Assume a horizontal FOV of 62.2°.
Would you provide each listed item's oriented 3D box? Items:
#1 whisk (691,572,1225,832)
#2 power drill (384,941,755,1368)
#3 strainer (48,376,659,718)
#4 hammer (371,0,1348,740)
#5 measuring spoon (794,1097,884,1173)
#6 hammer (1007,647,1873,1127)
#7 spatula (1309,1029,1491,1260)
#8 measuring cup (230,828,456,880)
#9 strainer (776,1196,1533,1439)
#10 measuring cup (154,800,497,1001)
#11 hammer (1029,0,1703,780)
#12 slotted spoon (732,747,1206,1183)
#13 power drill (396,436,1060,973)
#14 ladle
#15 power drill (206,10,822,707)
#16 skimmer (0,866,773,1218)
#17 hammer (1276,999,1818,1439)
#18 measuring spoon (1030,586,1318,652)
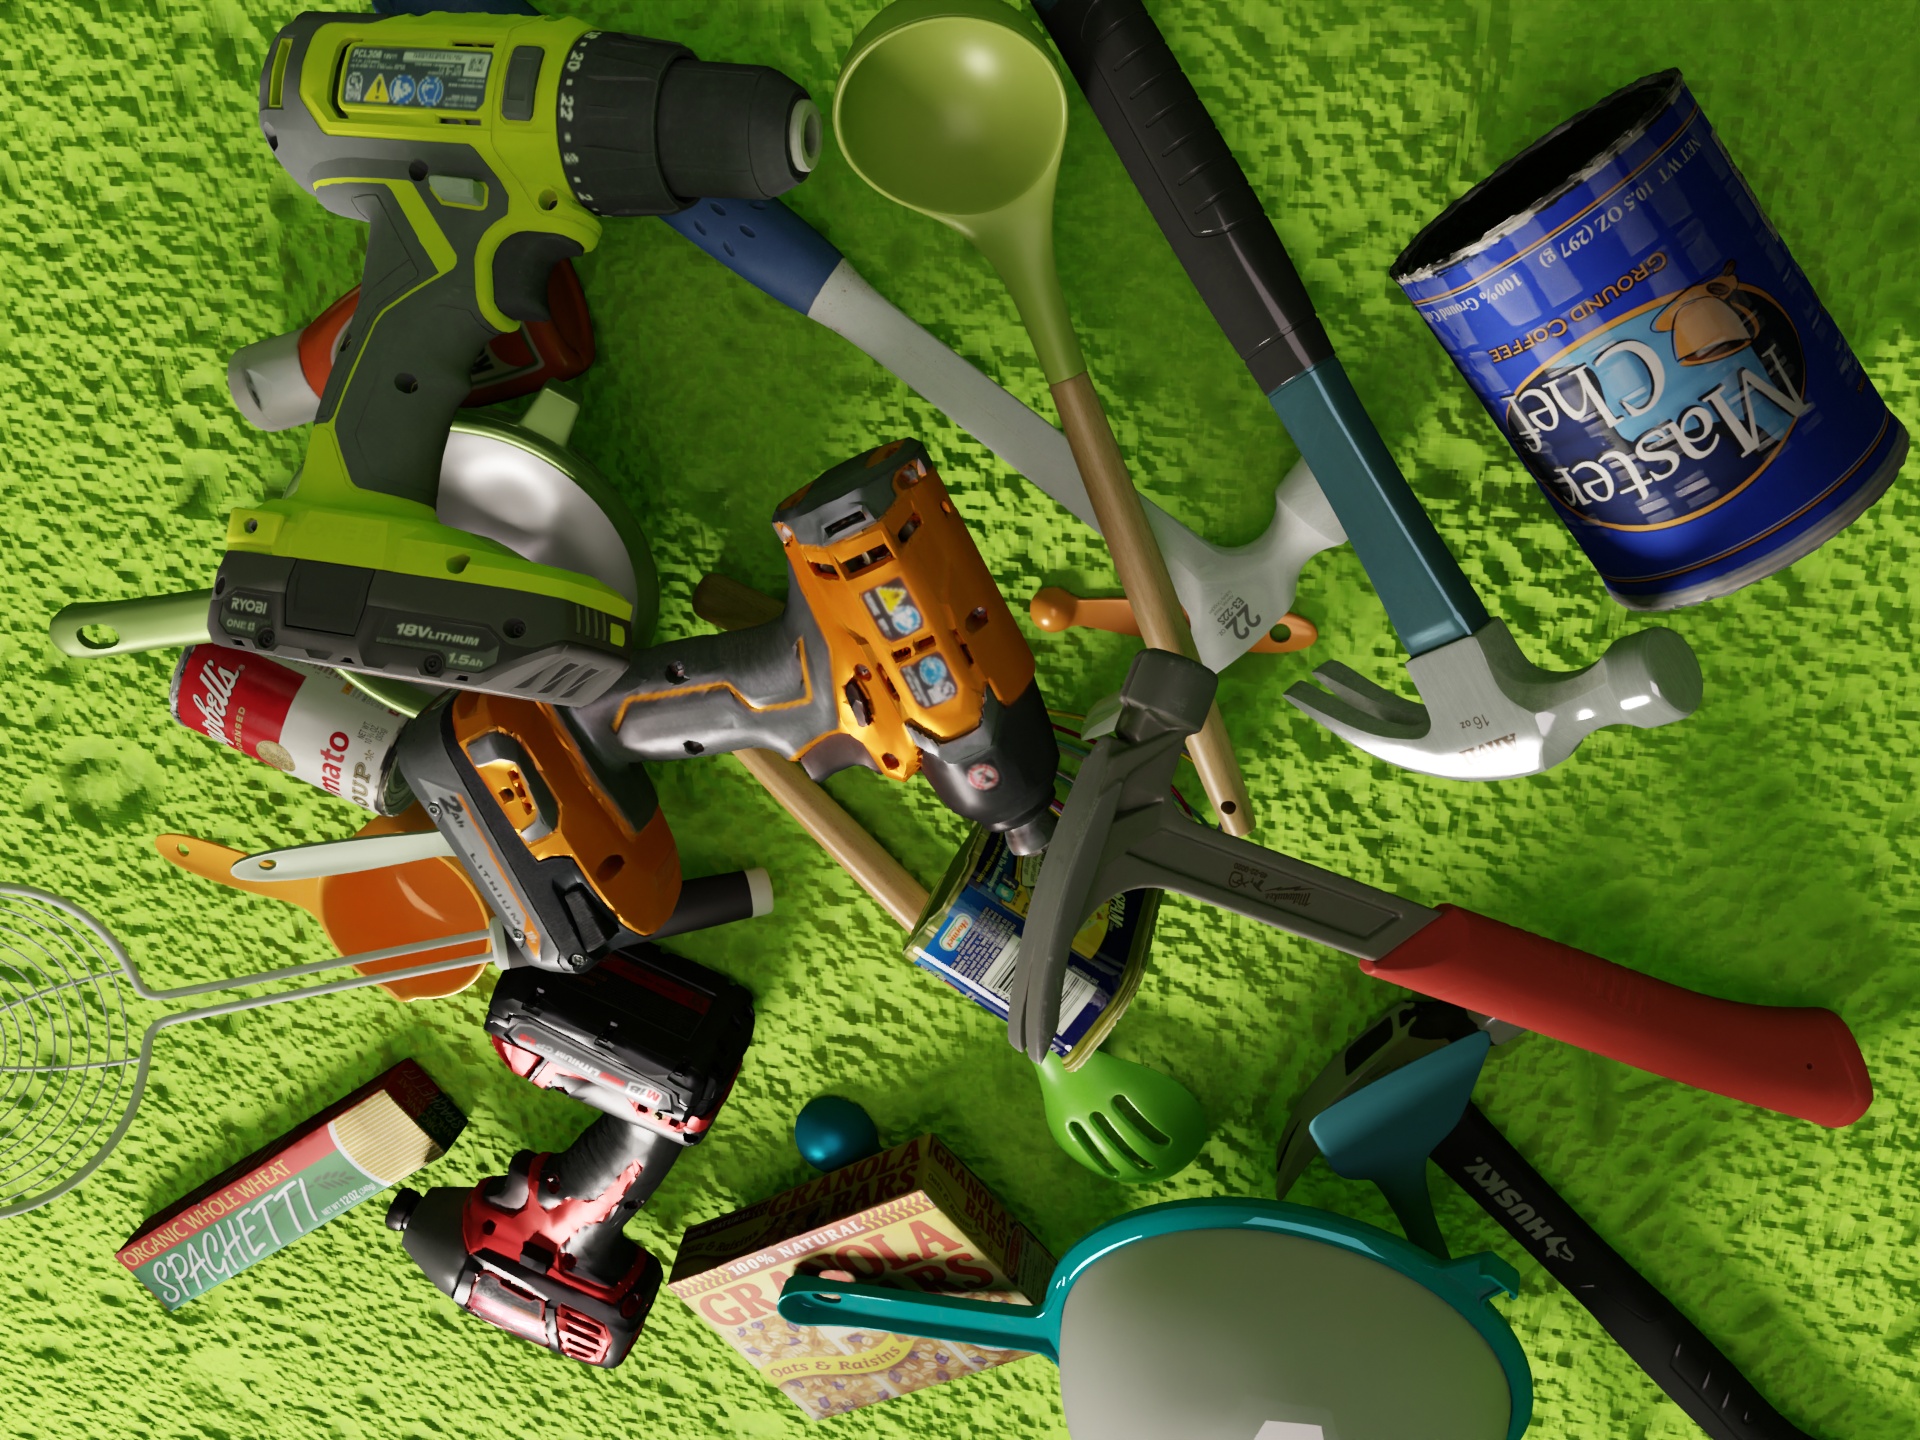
[{"bbox_3d":[-0.002,0.000,0.664,0.245,0.051,0.047,25,123,4],"label":"whisk"},{"bbox_3d":[-0.196,0.211,0.779,0.143,0.079,0.219,24,115,1],"label":"power drill"},{"bbox_3d":[-0.247,-0.065,0.661,0.256,0.069,0.151,-7,126,7],"label":"strainer"},{"bbox_3d":[-0.046,-0.152,0.601,0.405,0.035,0.144,37,110,-4],"label":"hammer"},{"bbox_3d":[-0.031,0.236,0.790,0.128,0.021,0.042,40,117,-7],"label":"measuring spoon"},{"bbox_3d":[0.197,0.102,0.603,0.359,0.037,0.149,21,87,-17],"label":"hammer"},{"bbox_3d":[0.218,0.267,0.696,0.082,0.044,0.317,-24,111,-9],"label":"spatula"},{"bbox_3d":[-0.227,0.039,0.691,0.167,0.038,0.083,-9,140,-20],"label":"measuring cup"},{"bbox_3d":[0.068,0.303,0.688,0.340,0.095,0.210,2,126,16],"label":"strainer"},{"bbox_3d":[-0.291,0.070,0.757,0.173,0.052,0.095,15,117,8],"label":"measuring cup"},{"bbox_3d":[0.107,-0.127,0.528,0.128,0.033,0.331,-29,92,51],"label":"hammer"},{"bbox_3d":[-0.004,0.106,0.722,0.070,0.031,0.313,-40,99,25],"label":"slotted spoon"},{"bbox_3d":[-0.078,0.012,0.607,0.226,0.084,0.164,-24,107,15],"label":"power drill"},{"bbox_3d":[0.045,-0.093,0.559,0.078,0.062,0.320,-16,108,24],"label":"ladle"},{"bbox_3d":[-0.153,-0.124,0.536,0.190,0.080,0.228,9,87,14],"label":"power drill"},{"bbox_3d":[-0.249,0.104,0.647,0.363,0.090,0.127,-10,86,-18],"label":"skimmer"},{"bbox_3d":[0.289,0.260,0.723,0.334,0.035,0.146,45,115,-10],"label":"hammer"},{"bbox_3d":[0.085,-0.039,0.642,0.117,0.011,0.021,6,116,11],"label":"measuring spoon"}]
